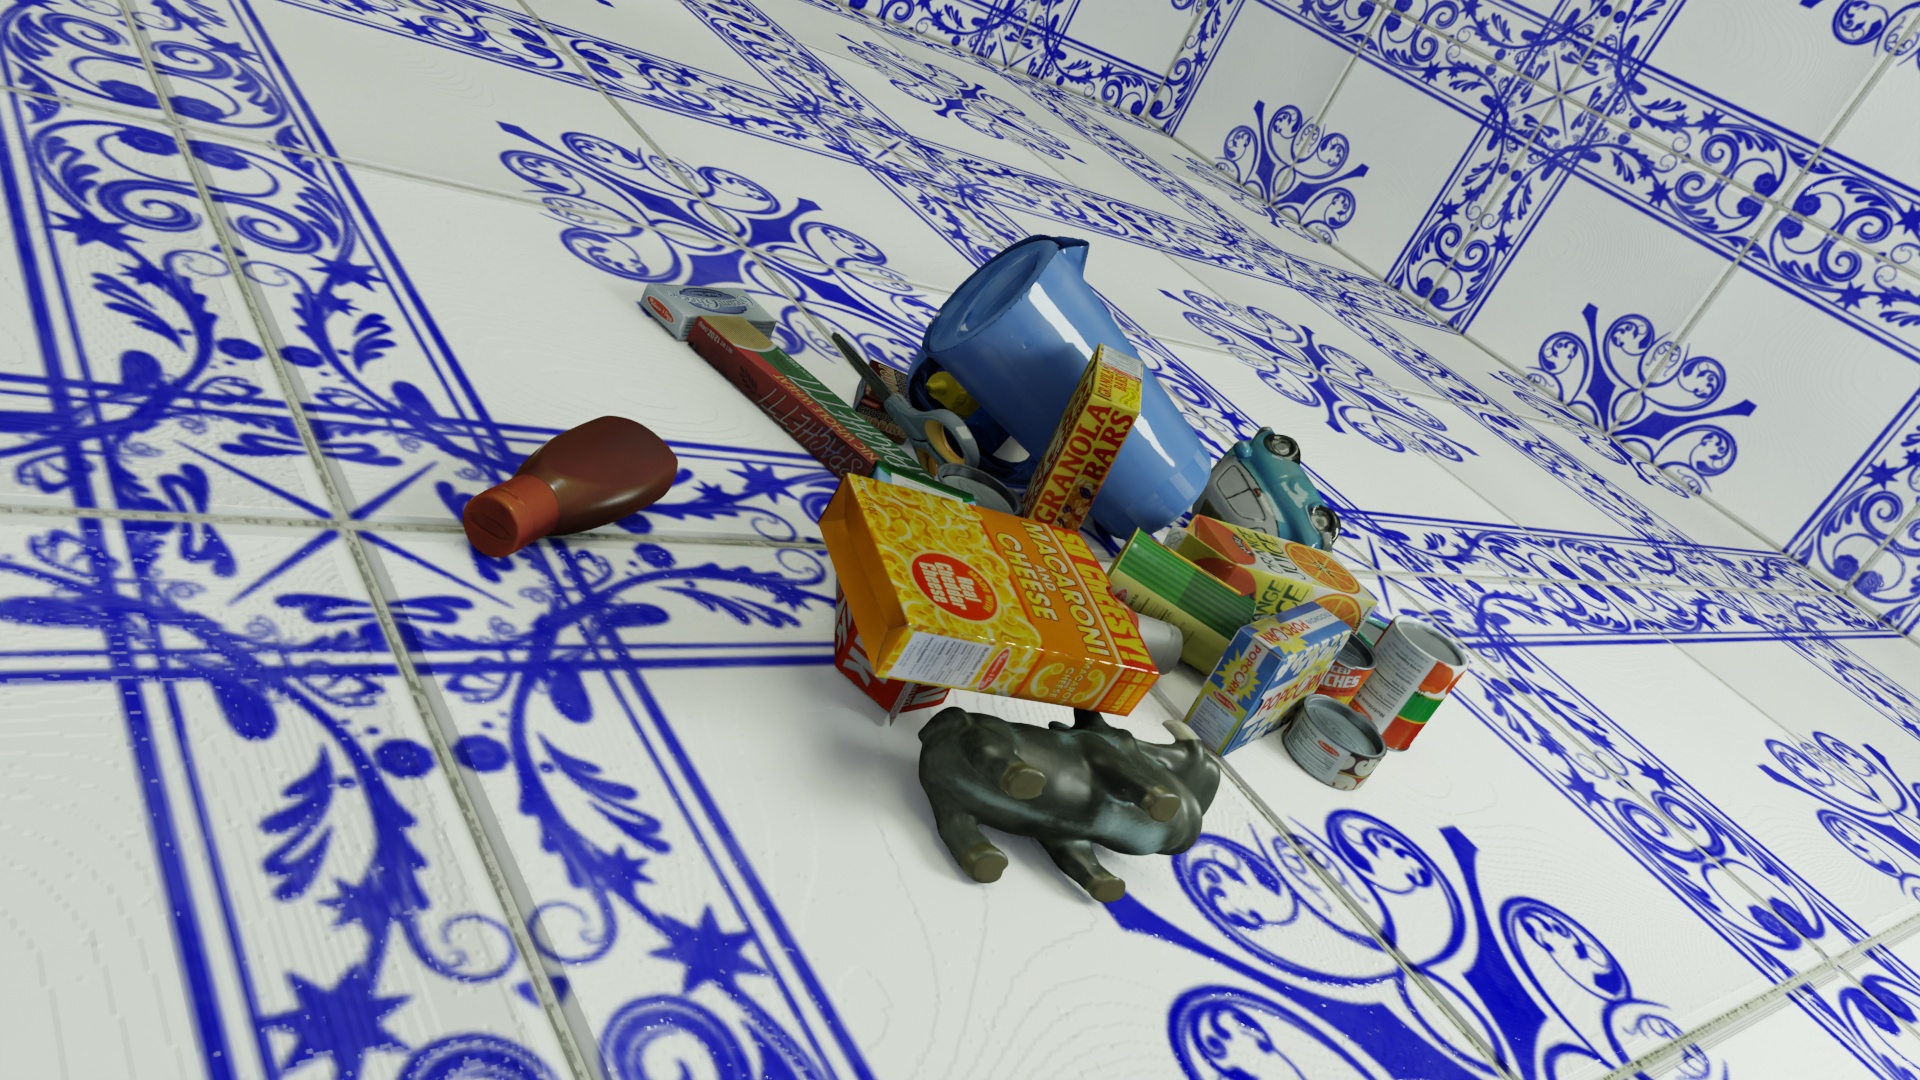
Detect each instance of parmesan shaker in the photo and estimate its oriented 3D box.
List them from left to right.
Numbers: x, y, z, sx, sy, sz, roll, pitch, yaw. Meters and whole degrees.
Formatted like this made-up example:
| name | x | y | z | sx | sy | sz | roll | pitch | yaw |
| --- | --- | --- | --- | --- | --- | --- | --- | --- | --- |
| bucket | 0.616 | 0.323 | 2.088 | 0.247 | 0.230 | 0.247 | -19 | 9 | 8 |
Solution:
| name | x | y | z | sx | sy | sz | roll | pitch | yaw |
| --- | --- | --- | --- | --- | --- | --- | --- | --- | --- |
| parmesan shaker | 0.155 | 0.047 | 1.018 | 0.103 | 0.071 | 0.071 | 32 | 25 | 3 |

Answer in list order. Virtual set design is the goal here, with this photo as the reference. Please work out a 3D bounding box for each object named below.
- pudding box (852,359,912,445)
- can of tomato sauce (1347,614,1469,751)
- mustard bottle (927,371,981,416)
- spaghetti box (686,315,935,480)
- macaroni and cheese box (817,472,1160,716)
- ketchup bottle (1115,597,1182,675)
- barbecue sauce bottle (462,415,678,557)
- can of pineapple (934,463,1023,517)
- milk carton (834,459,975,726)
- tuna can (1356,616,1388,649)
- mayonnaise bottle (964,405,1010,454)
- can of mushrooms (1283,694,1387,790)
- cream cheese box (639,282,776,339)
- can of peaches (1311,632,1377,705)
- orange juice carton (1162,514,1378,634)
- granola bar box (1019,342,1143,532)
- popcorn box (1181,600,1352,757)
| name | x | y | z | sx | sy | sz | roll | pitch | yaw |
| --- | --- | --- | --- | --- | --- | --- | --- | --- | --- |
| pudding box | -0.061 | -0.115 | 1.148 | 0.049 | 0.030 | 0.084 | 24 | 25 | -11 |
| can of tomato sauce | 0.338 | 0.108 | 1.063 | 0.071 | 0.082 | 0.071 | 23 | 25 | -11 |
| mustard bottle | 0.011 | -0.139 | 1.246 | 0.065 | 0.048 | 0.161 | 41 | 28 | 25 |
| spaghetti box | -0.113 | -0.097 | 1.062 | 0.250 | 0.028 | 0.050 | 41 | 28 | 26 |
| macaroni and cheese box | 0.016 | 0.031 | 0.763 | 0.166 | 0.040 | 0.124 | 13 | 34 | -33 |
| ketchup bottle | 0.081 | 0.055 | 0.950 | 0.149 | 0.043 | 0.065 | 19 | 34 | -20 |
| barbecue sauce bottle | -0.226 | -0.031 | 0.802 | 0.065 | 0.043 | 0.149 | 31 | 25 | 7 |
| can of pineapple | 0.004 | -0.012 | 0.983 | 0.071 | 0.057 | 0.071 | 23 | 25 | -11 |
| milk carton | -0.031 | 0.031 | 0.848 | 0.073 | 0.072 | 0.191 | 20 | 25 | -15 |
| tuna can | 0.343 | 0.091 | 1.160 | 0.071 | 0.032 | 0.071 | 23 | 25 | -11 |
| mayonnaise bottle | 0.052 | -0.126 | 1.210 | 0.149 | 0.041 | 0.064 | -49 | 119 | -40 |
| can of mushrooms | 0.266 | 0.143 | 0.982 | 0.071 | 0.033 | 0.071 | 22 | 25 | -11 |
| cream cheese box | -0.206 | -0.187 | 1.145 | 0.053 | 0.024 | 0.104 | 43 | 29 | 26 |
| can of peaches | 0.268 | 0.098 | 1.043 | 0.071 | 0.057 | 0.071 | 23 | 25 | -12 |
| orange juice carton | 0.226 | 0.038 | 1.097 | 0.193 | 0.071 | 0.073 | 14 | 27 | -28 |
| granola bar box | 0.077 | -0.049 | 1.002 | 0.039 | 0.164 | 0.125 | 24 | 24 | -3 |
| popcorn box | 0.214 | 0.094 | 0.962 | 0.038 | 0.085 | 0.127 | 39 | 27 | 26 |
